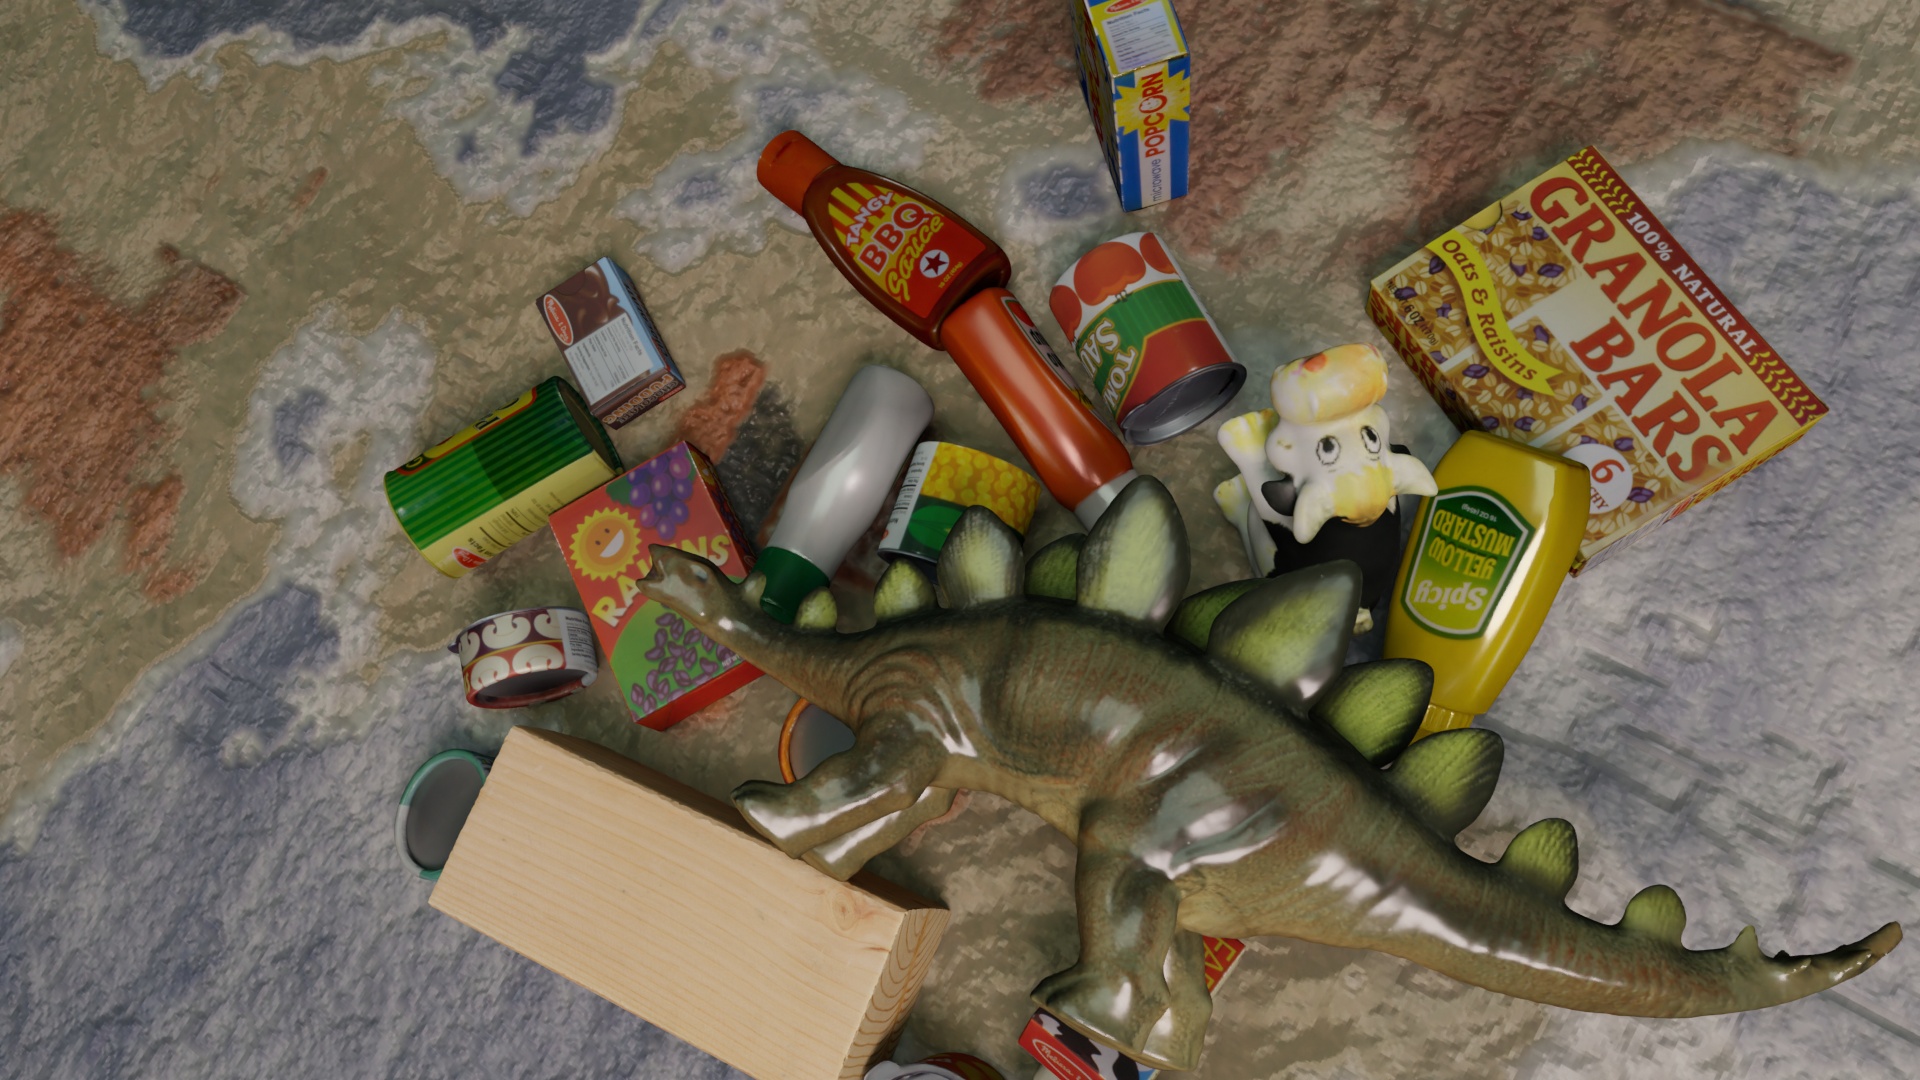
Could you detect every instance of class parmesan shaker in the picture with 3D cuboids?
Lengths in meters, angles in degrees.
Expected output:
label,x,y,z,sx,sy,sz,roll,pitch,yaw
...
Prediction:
label,x,y,z,sx,sy,sz,roll,pitch,yaw
parmesan shaker,-0.239,-0.034,0.736,0.103,0.071,0.071,-31,70,-1

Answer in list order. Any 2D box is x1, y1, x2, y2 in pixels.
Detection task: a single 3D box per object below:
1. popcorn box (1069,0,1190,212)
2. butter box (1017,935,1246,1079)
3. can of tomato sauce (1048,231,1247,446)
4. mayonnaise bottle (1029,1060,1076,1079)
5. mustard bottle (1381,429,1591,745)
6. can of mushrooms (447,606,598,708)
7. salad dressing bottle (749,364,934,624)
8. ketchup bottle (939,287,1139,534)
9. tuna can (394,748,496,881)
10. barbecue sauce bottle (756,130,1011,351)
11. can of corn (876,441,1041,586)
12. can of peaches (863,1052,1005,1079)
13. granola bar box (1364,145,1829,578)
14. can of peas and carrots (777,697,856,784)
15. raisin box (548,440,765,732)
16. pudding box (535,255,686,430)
label,x,y,z,sx,sy,sz,roll,pitch,yaw
popcorn box,0.084,-0.232,0.686,0.038,0.126,0.085,-16,72,4
butter box,0.075,0.193,0.591,0.053,0.024,0.104,35,42,19
can of tomato sauce,0.089,-0.098,0.679,0.071,0.071,0.083,-29,70,4
mayonnaise bottle,0.090,0.271,0.579,0.148,0.064,0.041,35,79,15
mustard bottle,0.220,0.034,0.609,0.065,0.049,0.160,26,104,42
can of mushrooms,-0.221,0.061,0.704,0.071,0.071,0.033,-19,73,7
salad dressing bottle,-0.063,-0.017,0.682,0.044,0.064,0.148,36,66,-20
ketchup bottle,0.048,-0.053,0.681,0.043,0.065,0.149,-37,79,9
tuna can,-0.247,0.138,0.696,0.071,0.033,0.071,-12,64,26
barbecue sauce bottle,-0.046,-0.166,0.741,0.149,0.043,0.065,40,87,20
can of corn,0.002,-0.008,0.675,0.071,0.071,0.058,17,79,17
can of peaches,-0.011,0.258,0.606,0.071,0.058,0.071,-4,74,13
granola bar box,0.289,-0.086,0.645,0.124,0.039,0.166,-32,71,2
can of peas and carrots,-0.048,0.103,0.657,0.071,0.058,0.071,-3,74,12
raisin box,-0.147,0.023,0.713,0.086,0.040,0.123,-30,71,4
pudding box,-0.193,-0.109,0.765,0.049,0.030,0.084,-32,70,4
